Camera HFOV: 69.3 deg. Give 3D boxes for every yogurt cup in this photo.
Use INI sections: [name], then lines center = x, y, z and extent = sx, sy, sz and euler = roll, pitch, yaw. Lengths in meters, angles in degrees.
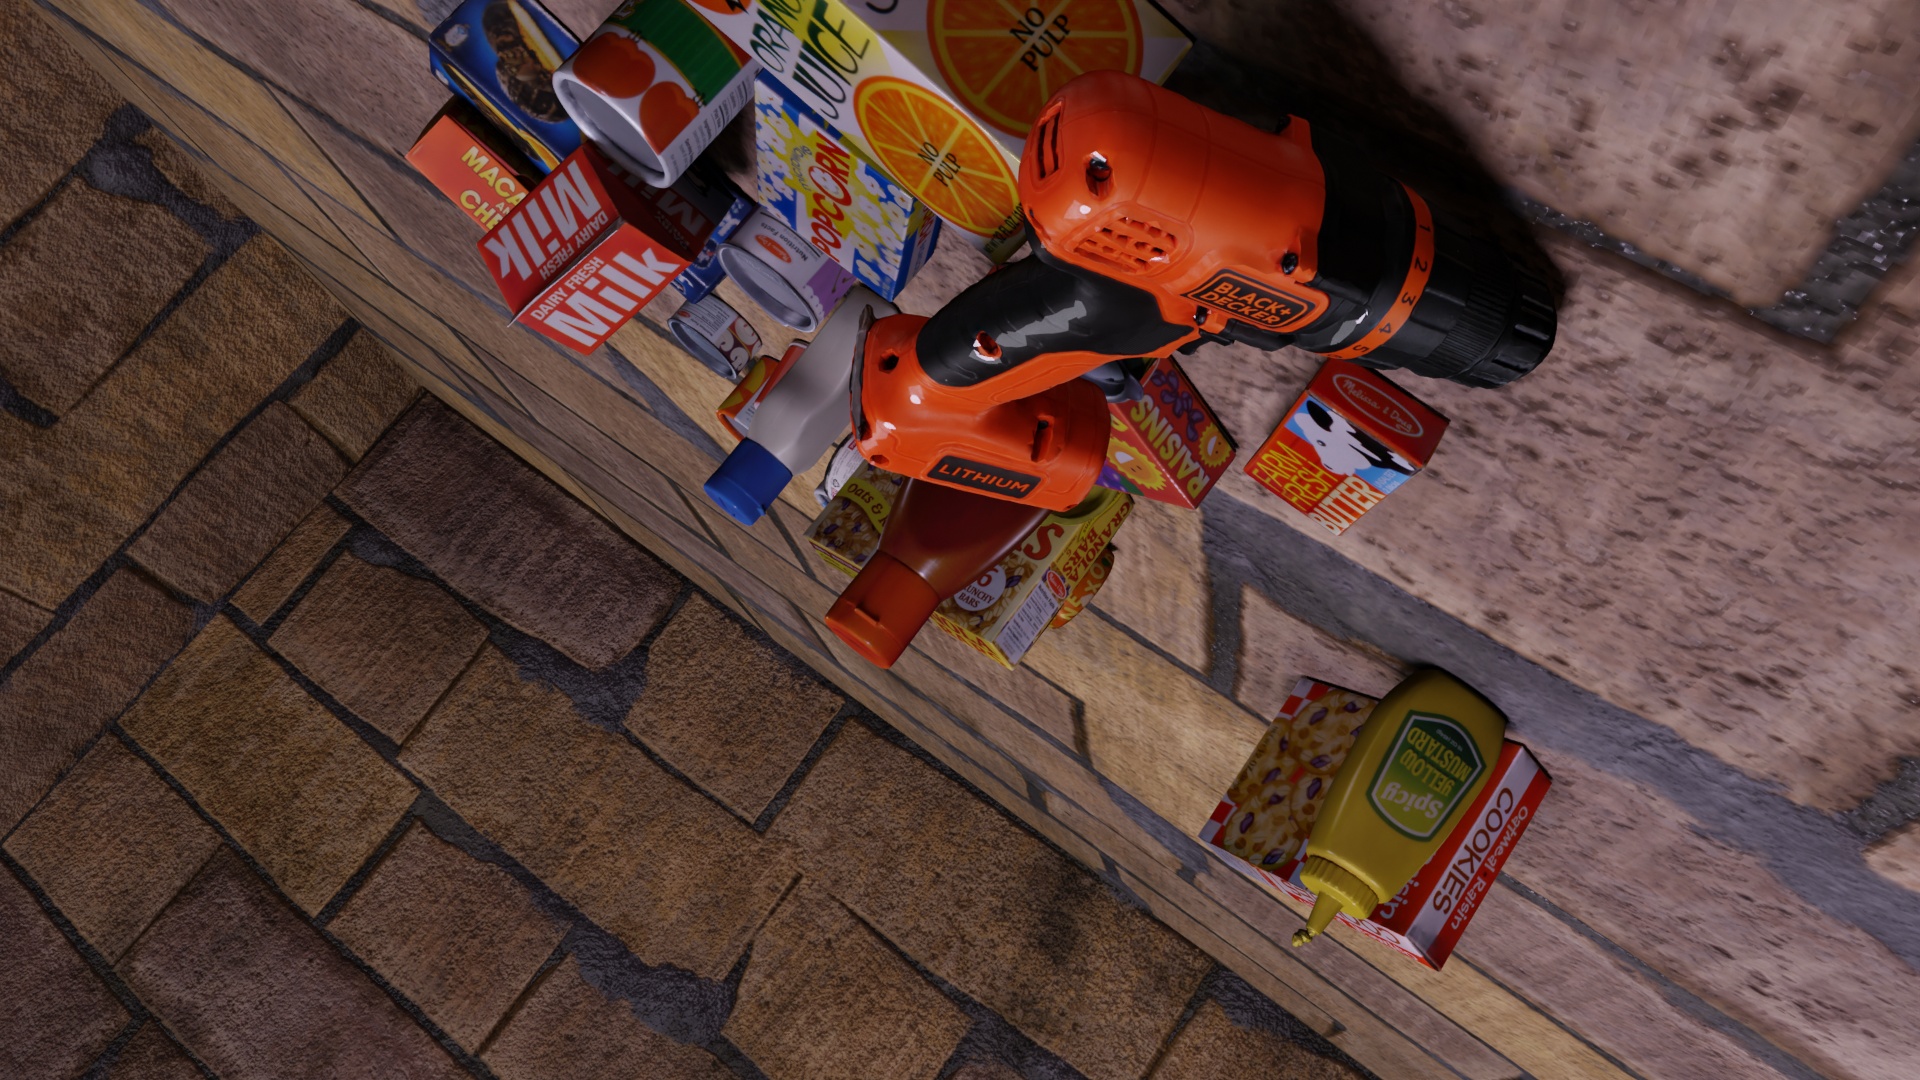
[yogurt cup]
center = -0.109, -0.100, 0.988
extent = 0.072, 0.054, 0.072
euler = 35, 166, 10

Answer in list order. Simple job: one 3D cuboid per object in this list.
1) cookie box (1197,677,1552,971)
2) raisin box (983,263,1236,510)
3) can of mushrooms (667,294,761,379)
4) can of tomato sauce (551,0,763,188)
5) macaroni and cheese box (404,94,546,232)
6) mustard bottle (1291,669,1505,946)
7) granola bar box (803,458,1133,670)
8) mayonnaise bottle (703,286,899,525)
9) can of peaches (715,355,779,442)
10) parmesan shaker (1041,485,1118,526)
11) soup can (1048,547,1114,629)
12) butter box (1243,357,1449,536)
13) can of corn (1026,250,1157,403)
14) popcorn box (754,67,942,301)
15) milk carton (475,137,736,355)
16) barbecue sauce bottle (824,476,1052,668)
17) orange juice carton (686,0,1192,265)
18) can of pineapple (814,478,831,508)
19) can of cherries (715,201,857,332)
[cookie box]
center = 0.233, 0.156, 0.799
extent = 0.040, 0.123, 0.167
euler = 44, 165, -28
[raisin box]
center = 0.064, -0.073, 0.655
extent = 0.123, 0.040, 0.086
euler = 48, 163, -32
[can of mushrooms]
center = -0.185, -0.154, 1.049
extent = 0.071, 0.033, 0.071
euler = 35, 166, 10
[can of tomato sauce]
center = -0.126, -0.207, 0.603
extent = 0.071, 0.083, 0.071
euler = 36, 166, 10
[macaroni and cheese box]
center = -0.274, -0.228, 0.875
extent = 0.123, 0.040, 0.167
euler = 44, -168, -27
[mustard bottle]
center = 0.218, 0.144, 0.716
extent = 0.065, 0.160, 0.048
euler = 36, 165, 5
[granola bar box]
center = 0.003, -0.011, 0.839
extent = 0.166, 0.124, 0.039
euler = 27, 163, 38
[mayonnaise bottle]
center = -0.089, -0.076, 0.806
extent = 0.041, 0.148, 0.064
euler = 34, 166, 15
[can of peaches]
center = -0.148, -0.100, 1.083
extent = 0.071, 0.058, 0.071
euler = 35, 166, 10
[parmesan shaker]
center = 0.031, -0.047, 0.758
extent = 0.071, 0.071, 0.103
euler = 46, 165, -30
[soup can]
center = 0.050, 0.007, 0.906
extent = 0.084, 0.071, 0.071
euler = 40, 167, -9
[butter box]
center = 0.154, -0.037, 0.569
extent = 0.053, 0.024, 0.103
euler = 36, 167, 6
[can of corn]
center = 0.058, -0.096, 0.547
extent = 0.071, 0.058, 0.071
euler = 36, 166, 10
[popcorn box]
center = -0.049, -0.167, 0.634
extent = 0.085, 0.038, 0.126
euler = 38, 167, 1
[milk carton]
center = -0.172, -0.154, 0.683
extent = 0.073, 0.072, 0.191
euler = 47, -163, -19
[barbecue sauce bottle]
center = -0.001, -0.012, 0.613
extent = 0.065, 0.149, 0.043
euler = 35, 165, 11
[orange juice carton]
center = -0.029, -0.184, 0.445
extent = 0.192, 0.073, 0.071
euler = 40, 165, -7
[can of pineapple]
center = -0.071, -0.038, 1.087
extent = 0.071, 0.058, 0.071
euler = 35, 166, 10
[can of cherries]
center = -0.086, -0.153, 0.737
extent = 0.071, 0.058, 0.071
euler = 34, 166, 10
